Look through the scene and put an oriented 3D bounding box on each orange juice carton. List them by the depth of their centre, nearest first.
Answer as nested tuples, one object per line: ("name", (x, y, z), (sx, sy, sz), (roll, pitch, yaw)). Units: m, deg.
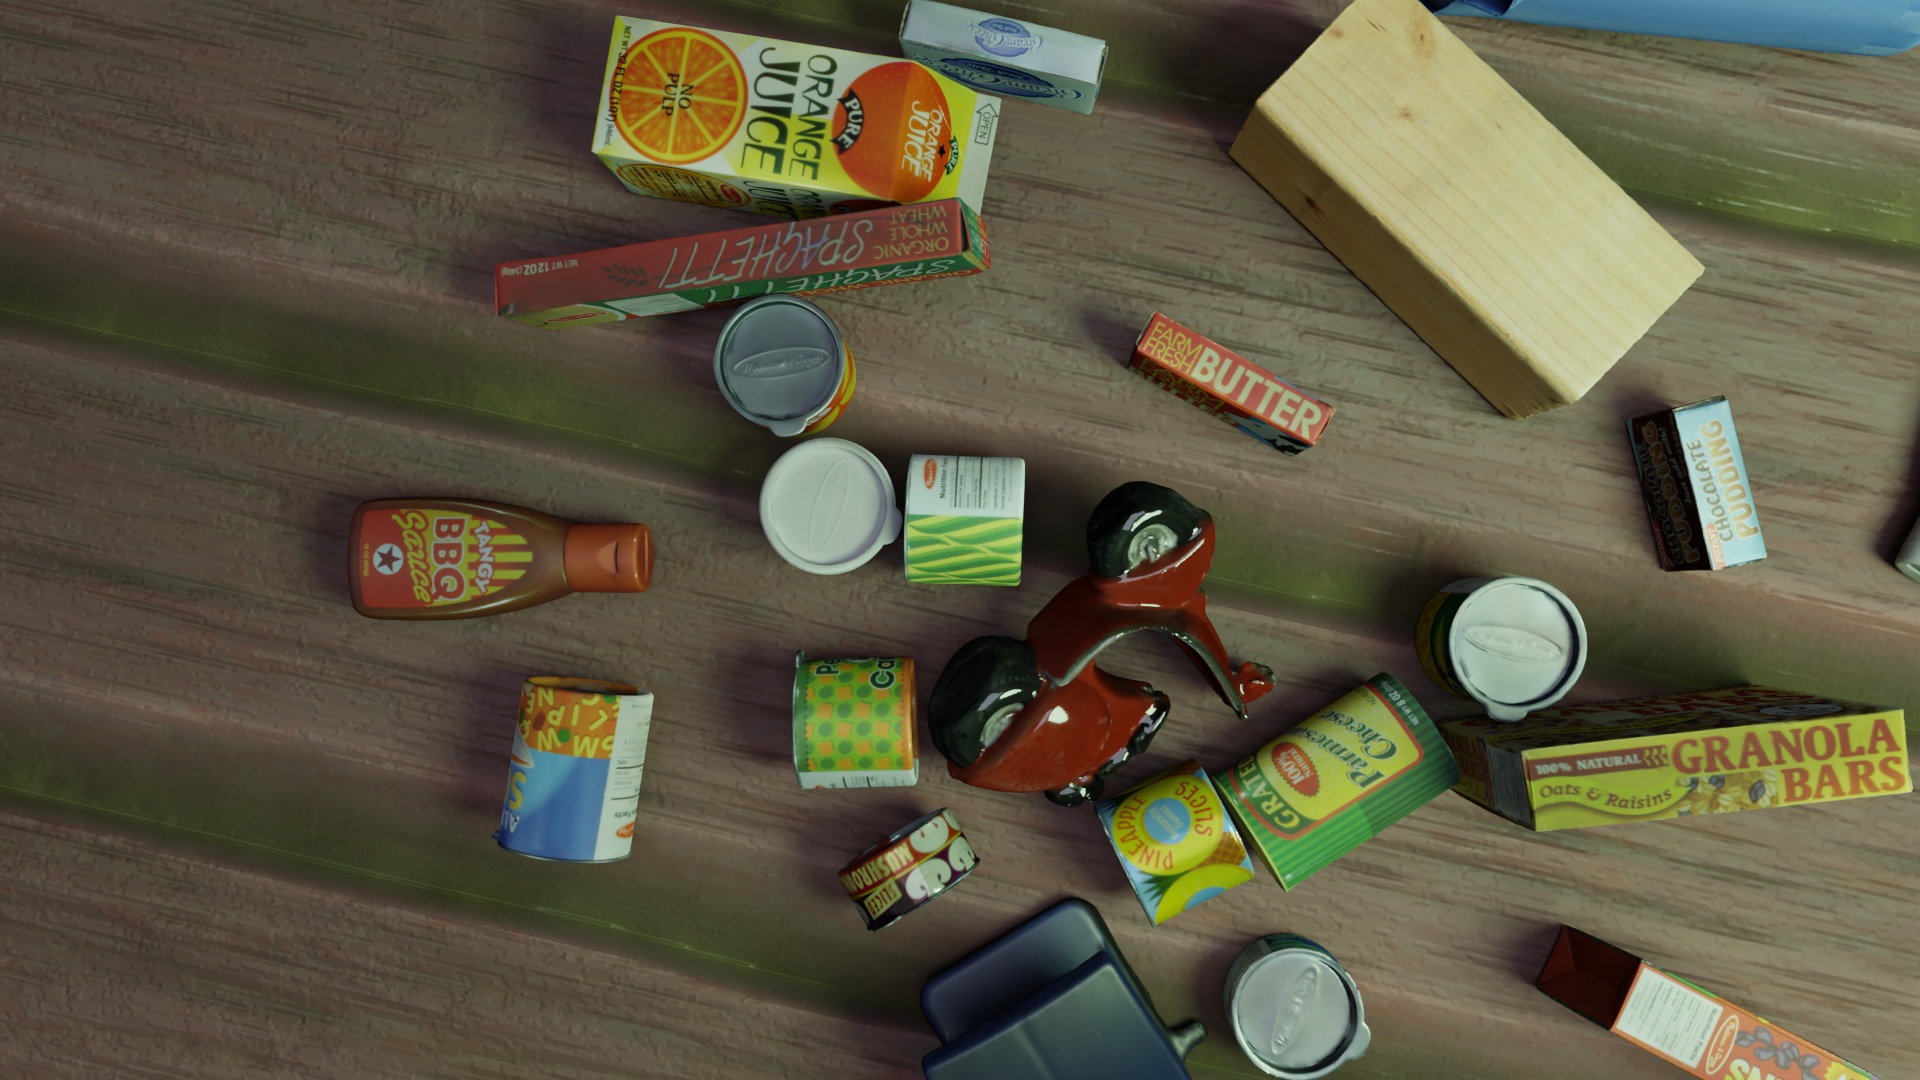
("orange juice carton", (-0.080, -0.207, 0.710), (0.193, 0.073, 0.072), (9, 89, 2))

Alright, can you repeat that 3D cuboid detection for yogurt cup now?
("yogurt cup", (-0.065, -0.017, 0.713), (0.072, 0.054, 0.072), (0, 88, 2))

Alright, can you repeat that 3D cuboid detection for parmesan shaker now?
("parmesan shaker", (0.186, 0.118, 0.696), (0.103, 0.071, 0.071), (-33, 88, 0))

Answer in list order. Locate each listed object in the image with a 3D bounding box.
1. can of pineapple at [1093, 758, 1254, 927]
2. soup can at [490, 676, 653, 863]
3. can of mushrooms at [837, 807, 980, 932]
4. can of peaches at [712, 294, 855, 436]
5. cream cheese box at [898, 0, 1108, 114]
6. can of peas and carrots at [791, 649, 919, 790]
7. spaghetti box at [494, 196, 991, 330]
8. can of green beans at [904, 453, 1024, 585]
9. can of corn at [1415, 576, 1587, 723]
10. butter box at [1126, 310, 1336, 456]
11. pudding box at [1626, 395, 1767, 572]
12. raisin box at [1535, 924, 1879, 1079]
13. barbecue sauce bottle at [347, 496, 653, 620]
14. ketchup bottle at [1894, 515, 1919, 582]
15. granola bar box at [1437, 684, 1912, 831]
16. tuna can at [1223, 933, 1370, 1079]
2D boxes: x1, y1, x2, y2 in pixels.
("can of pineapple", (0.106, 0.150, 0.694), (0.058, 0.071, 0.071), (-27, 88, 0))
("soup can", (-0.198, 0.115, 0.707), (0.071, 0.071, 0.083), (8, 88, 2))
("can of mushrooms", (-0.027, 0.165, 0.697), (0.071, 0.071, 0.033), (-30, 86, 1))
("can of peaches", (-0.089, -0.086, 0.714), (0.071, 0.058, 0.071), (0, 88, 1))
("cream cheese box", (0.023, -0.250, 0.718), (0.104, 0.053, 0.024), (14, 91, 2))
("can of peas and carrots", (-0.052, 0.089, 0.703), (0.059, 0.071, 0.071), (-2, 88, 1))
("spaghetti box", (-0.110, -0.136, 0.696), (0.250, 0.050, 0.028), (-5, 89, 14))
("can of green beans", (0.003, -0.010, 0.704), (0.058, 0.071, 0.071), (2, 88, 2))
("can of corn", (0.269, 0.053, 0.697), (0.071, 0.058, 0.071), (0, 88, 2))
("butter box", (0.136, -0.078, 0.709), (0.103, 0.053, 0.024), (29, 88, 2))
("pudding box", (0.370, -0.027, 0.701), (0.030, 0.049, 0.083), (-13, 89, 0))
("raisin box", (0.359, 0.238, 0.674), (0.123, 0.086, 0.040), (27, 85, 3))
("barbecue sauce bottle", (-0.237, 0.009, 0.723), (0.149, 0.043, 0.065), (0, 87, 2))
("ketchup bottle", (0.525, -0.045, 0.700), (0.065, 0.043, 0.149), (29, 90, 2))
("granola bar box", (0.329, 0.101, 0.661), (0.166, 0.124, 0.039), (-7, 89, 2))
("tuna can", (0.171, 0.237, 0.707), (0.071, 0.033, 0.071), (0, 88, 2))
